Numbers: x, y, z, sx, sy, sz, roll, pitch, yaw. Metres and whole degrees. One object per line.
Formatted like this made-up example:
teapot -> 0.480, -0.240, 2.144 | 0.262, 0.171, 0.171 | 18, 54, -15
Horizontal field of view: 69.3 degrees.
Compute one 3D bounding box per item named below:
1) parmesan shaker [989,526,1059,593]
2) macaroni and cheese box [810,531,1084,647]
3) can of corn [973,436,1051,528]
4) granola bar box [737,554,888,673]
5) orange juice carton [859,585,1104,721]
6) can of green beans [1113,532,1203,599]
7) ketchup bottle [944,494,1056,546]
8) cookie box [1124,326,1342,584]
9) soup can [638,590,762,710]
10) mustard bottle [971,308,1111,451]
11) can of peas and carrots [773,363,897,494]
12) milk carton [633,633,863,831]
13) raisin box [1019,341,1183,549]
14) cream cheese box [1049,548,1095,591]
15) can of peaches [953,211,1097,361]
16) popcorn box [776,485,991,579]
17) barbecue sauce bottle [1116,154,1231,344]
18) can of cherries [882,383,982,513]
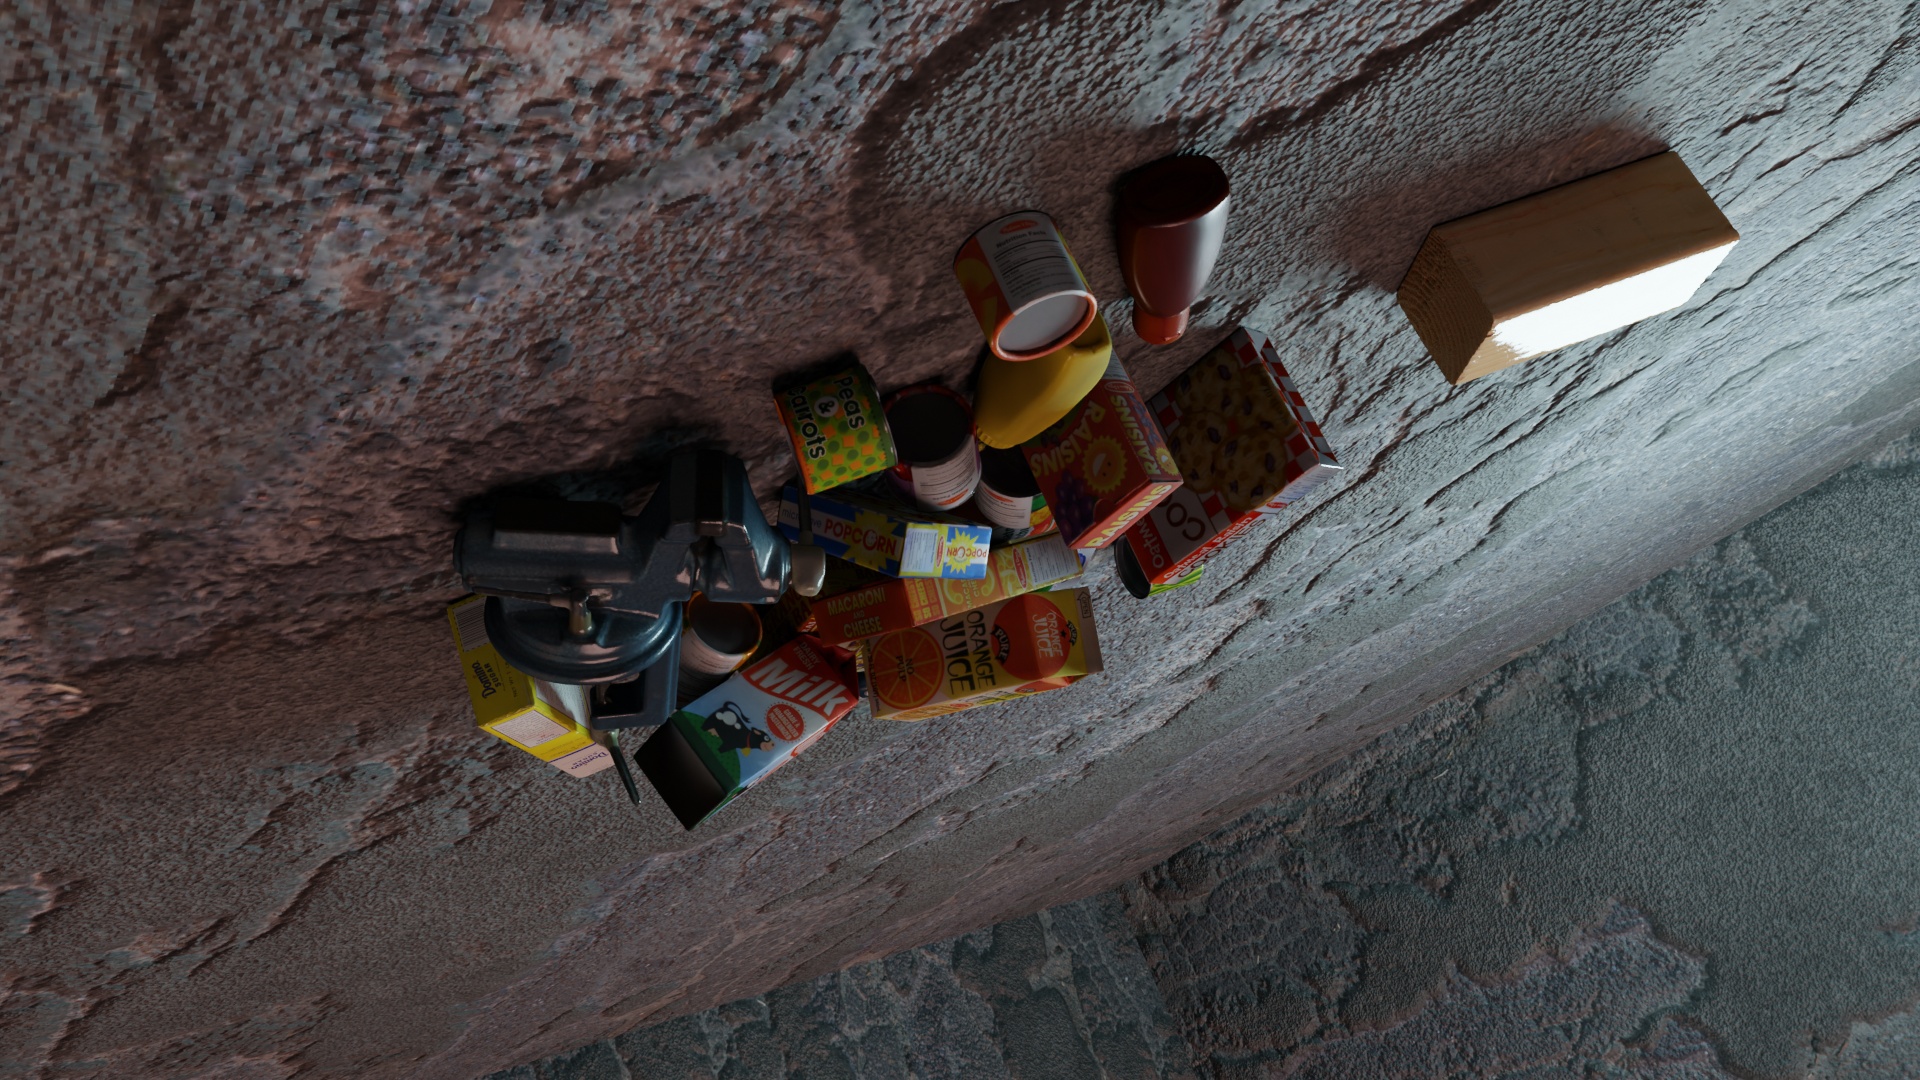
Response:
parmesan shaker -> 0.051, 0.026, 1.176 | 0.071, 0.071, 0.102 | -11, 155, -29
macaroni and cheese box -> -0.010, 0.035, 1.046 | 0.167, 0.040, 0.123 | -15, 179, -39
can of corn -> 0.043, -0.051, 1.006 | 0.071, 0.071, 0.058 | -20, 158, -9
granola bar box -> -0.100, 0.064, 1.157 | 0.124, 0.039, 0.164 | -6, 152, -39
orange juice carton -> 0.022, 0.093, 1.133 | 0.192, 0.072, 0.073 | -16, 165, 21
can of green beans -> 0.185, 0.016, 1.294 | 0.058, 0.071, 0.071 | -15, 157, -20
ketchup bottle -> 0.004, -0.014, 1.078 | 0.149, 0.043, 0.064 | -15, 163, -19
cookie box -> 0.186, -0.060, 1.046 | 0.040, 0.123, 0.166 | 5, 145, -48
soup can -> -0.199, 0.080, 1.065 | 0.071, 0.071, 0.083 | -2, 149, -42
mustard bottle -> 0.041, -0.100, 0.899 | 0.049, 0.065, 0.159 | -16, 163, -28
can of peas and carrots -> -0.076, -0.068, 0.843 | 0.059, 0.071, 0.070 | -20, 158, -7
milk carton -> -0.150, 0.137, 1.078 | 0.191, 0.073, 0.072 | -31, 170, -48
raisin box -> 0.086, -0.067, 0.929 | 0.040, 0.124, 0.085 | -1, 149, -43
cream cheese box -> 0.089, 0.017, 1.257 | 0.053, 0.024, 0.103 | -17, 157, -16
can of peaches -> 0.037, -0.143, 0.796 | 0.071, 0.058, 0.071 | -20, 157, -9
popcorn box -> -0.053, -0.006, 0.947 | 0.085, 0.127, 0.038 | 4, 100, -48
barbecue sauce bottle -> 0.126, -0.170, 0.843 | 0.065, 0.044, 0.148 | -22, 159, -4
can of cherries -> -0.022, -0.062, 0.911 | 0.071, 0.072, 0.058 | -21, 152, -6
